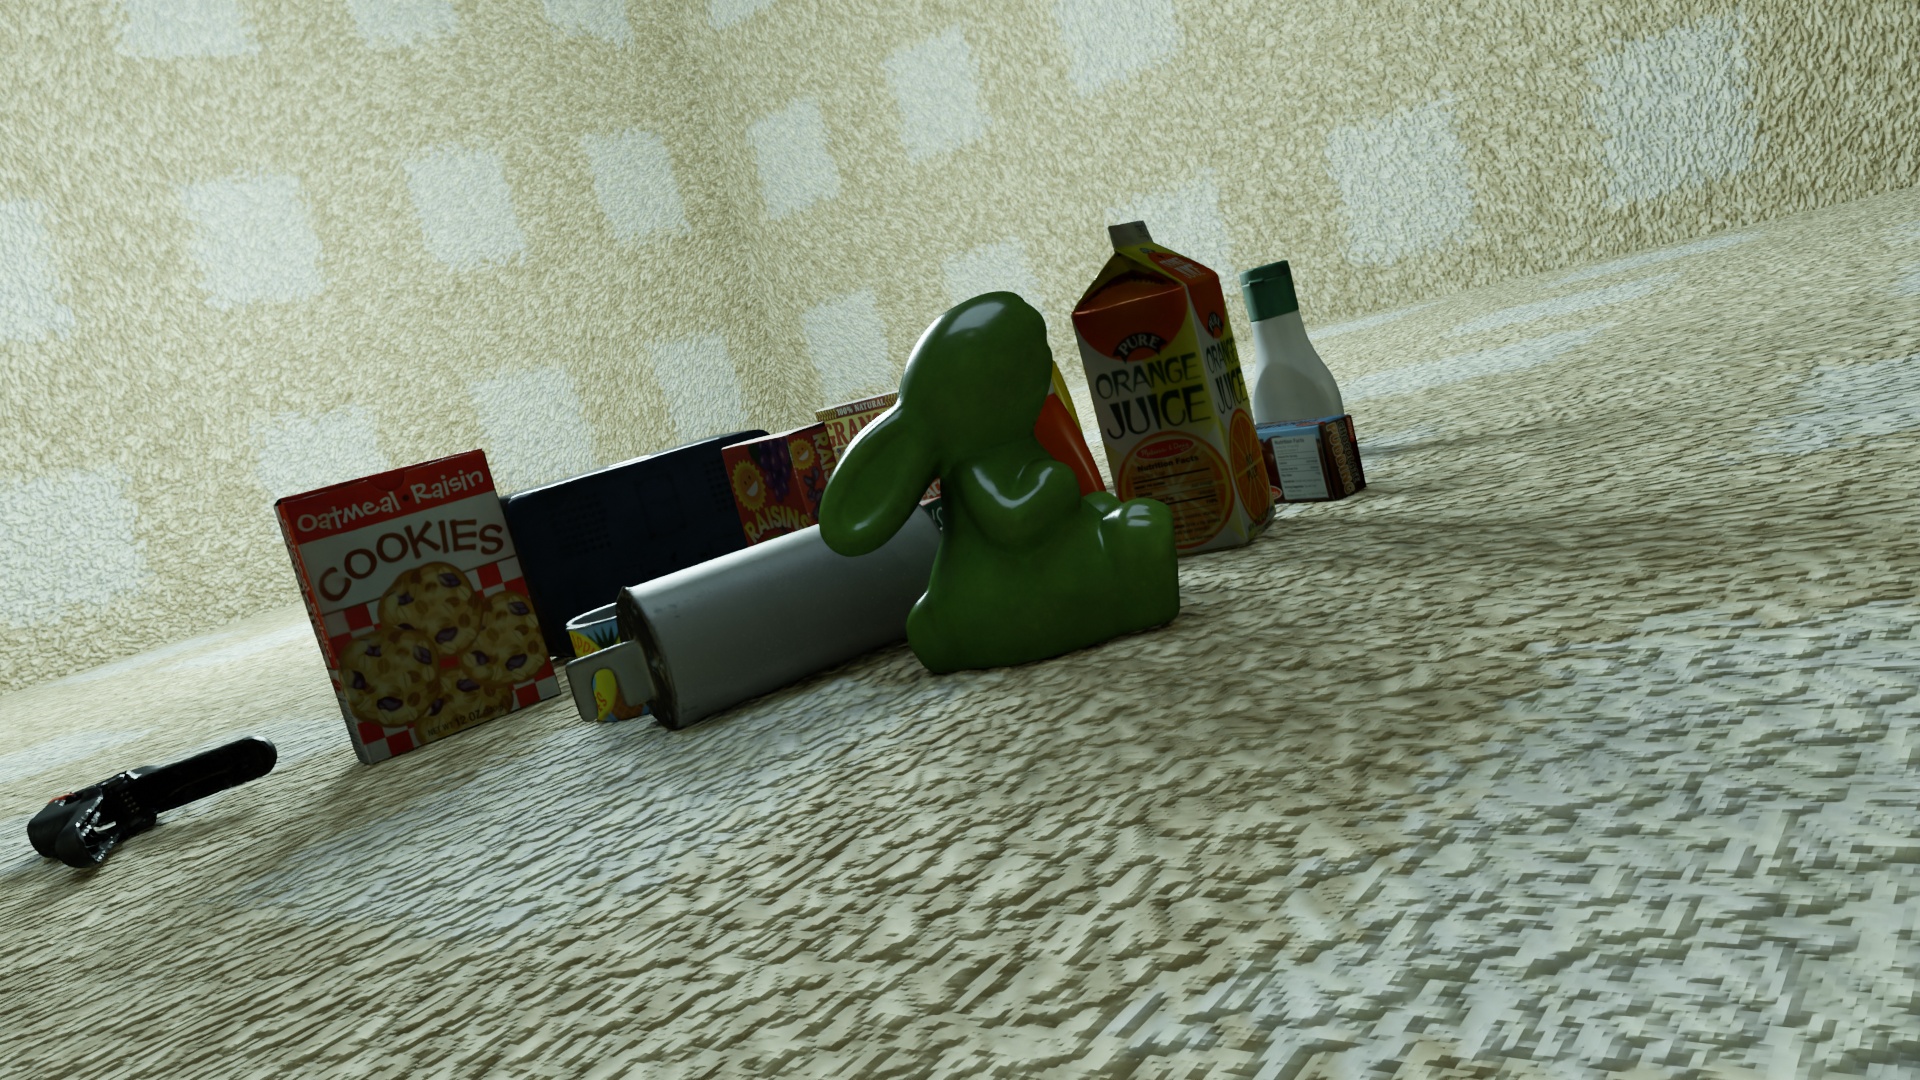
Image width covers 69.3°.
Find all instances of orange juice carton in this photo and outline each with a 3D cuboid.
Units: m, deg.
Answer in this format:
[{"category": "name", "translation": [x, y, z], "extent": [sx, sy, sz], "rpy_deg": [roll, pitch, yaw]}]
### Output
[{"category": "orange juice carton", "translation": [0.120, -0.091, 0.807], "extent": [0.073, 0.192, 0.072], "rpy_deg": [-11, 8, 28]}]

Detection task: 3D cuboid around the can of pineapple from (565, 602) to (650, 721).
[{"category": "can of pineapple", "translation": [-0.184, 0.065, 0.787], "extent": [0.071, 0.057, 0.071], "rpy_deg": [-15, 8, 2]}]

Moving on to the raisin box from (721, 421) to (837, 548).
[{"category": "raisin box", "translation": [-0.117, -0.016, 0.991], "extent": [0.040, 0.123, 0.086], "rpy_deg": [-21, 10, -40]}]

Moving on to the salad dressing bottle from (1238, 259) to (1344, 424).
[{"category": "salad dressing bottle", "translation": [0.239, -0.129, 1.015], "extent": [0.064, 0.147, 0.044], "rpy_deg": [-10, 9, 38]}]

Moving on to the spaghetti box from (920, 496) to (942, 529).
[{"category": "spaghetti box", "translation": [-0.067, 0.022, 0.896], "extent": [0.028, 0.050, 0.251], "rpy_deg": [-12, 9, 27]}]

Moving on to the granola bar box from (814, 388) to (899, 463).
[{"category": "granola bar box", "translation": [-0.070, -0.084, 1.375], "extent": [0.039, 0.124, 0.165], "rpy_deg": [-21, 9, -37]}]

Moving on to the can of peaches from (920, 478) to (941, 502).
[{"category": "can of peaches", "translation": [-0.023, -0.037, 1.196], "extent": [0.071, 0.058, 0.071], "rpy_deg": [-15, 8, 2]}]

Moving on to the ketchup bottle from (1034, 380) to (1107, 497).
[{"category": "ketchup bottle", "translation": [0.044, -0.041, 0.762], "extent": [0.065, 0.148, 0.043], "rpy_deg": [-14, 7, 11]}]

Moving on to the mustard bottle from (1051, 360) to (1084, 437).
[{"category": "mustard bottle", "translation": [0.066, -0.114, 1.197], "extent": [0.065, 0.160, 0.049], "rpy_deg": [-13, 8, 17]}]

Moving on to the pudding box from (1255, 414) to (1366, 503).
[{"category": "pudding box", "translation": [0.212, -0.051, 0.876], "extent": [0.030, 0.049, 0.083], "rpy_deg": [-19, 9, -28]}]

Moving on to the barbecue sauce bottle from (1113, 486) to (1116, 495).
[{"category": "barbecue sauce bottle", "translation": [0.124, -0.098, 1.011], "extent": [0.043, 0.148, 0.065], "rpy_deg": [-10, 9, 36]}]

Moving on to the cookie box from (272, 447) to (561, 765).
[{"category": "cookie box", "translation": [-0.336, 0.038, 0.865], "extent": [0.123, 0.167, 0.040], "rpy_deg": [-20, 9, -34]}]
